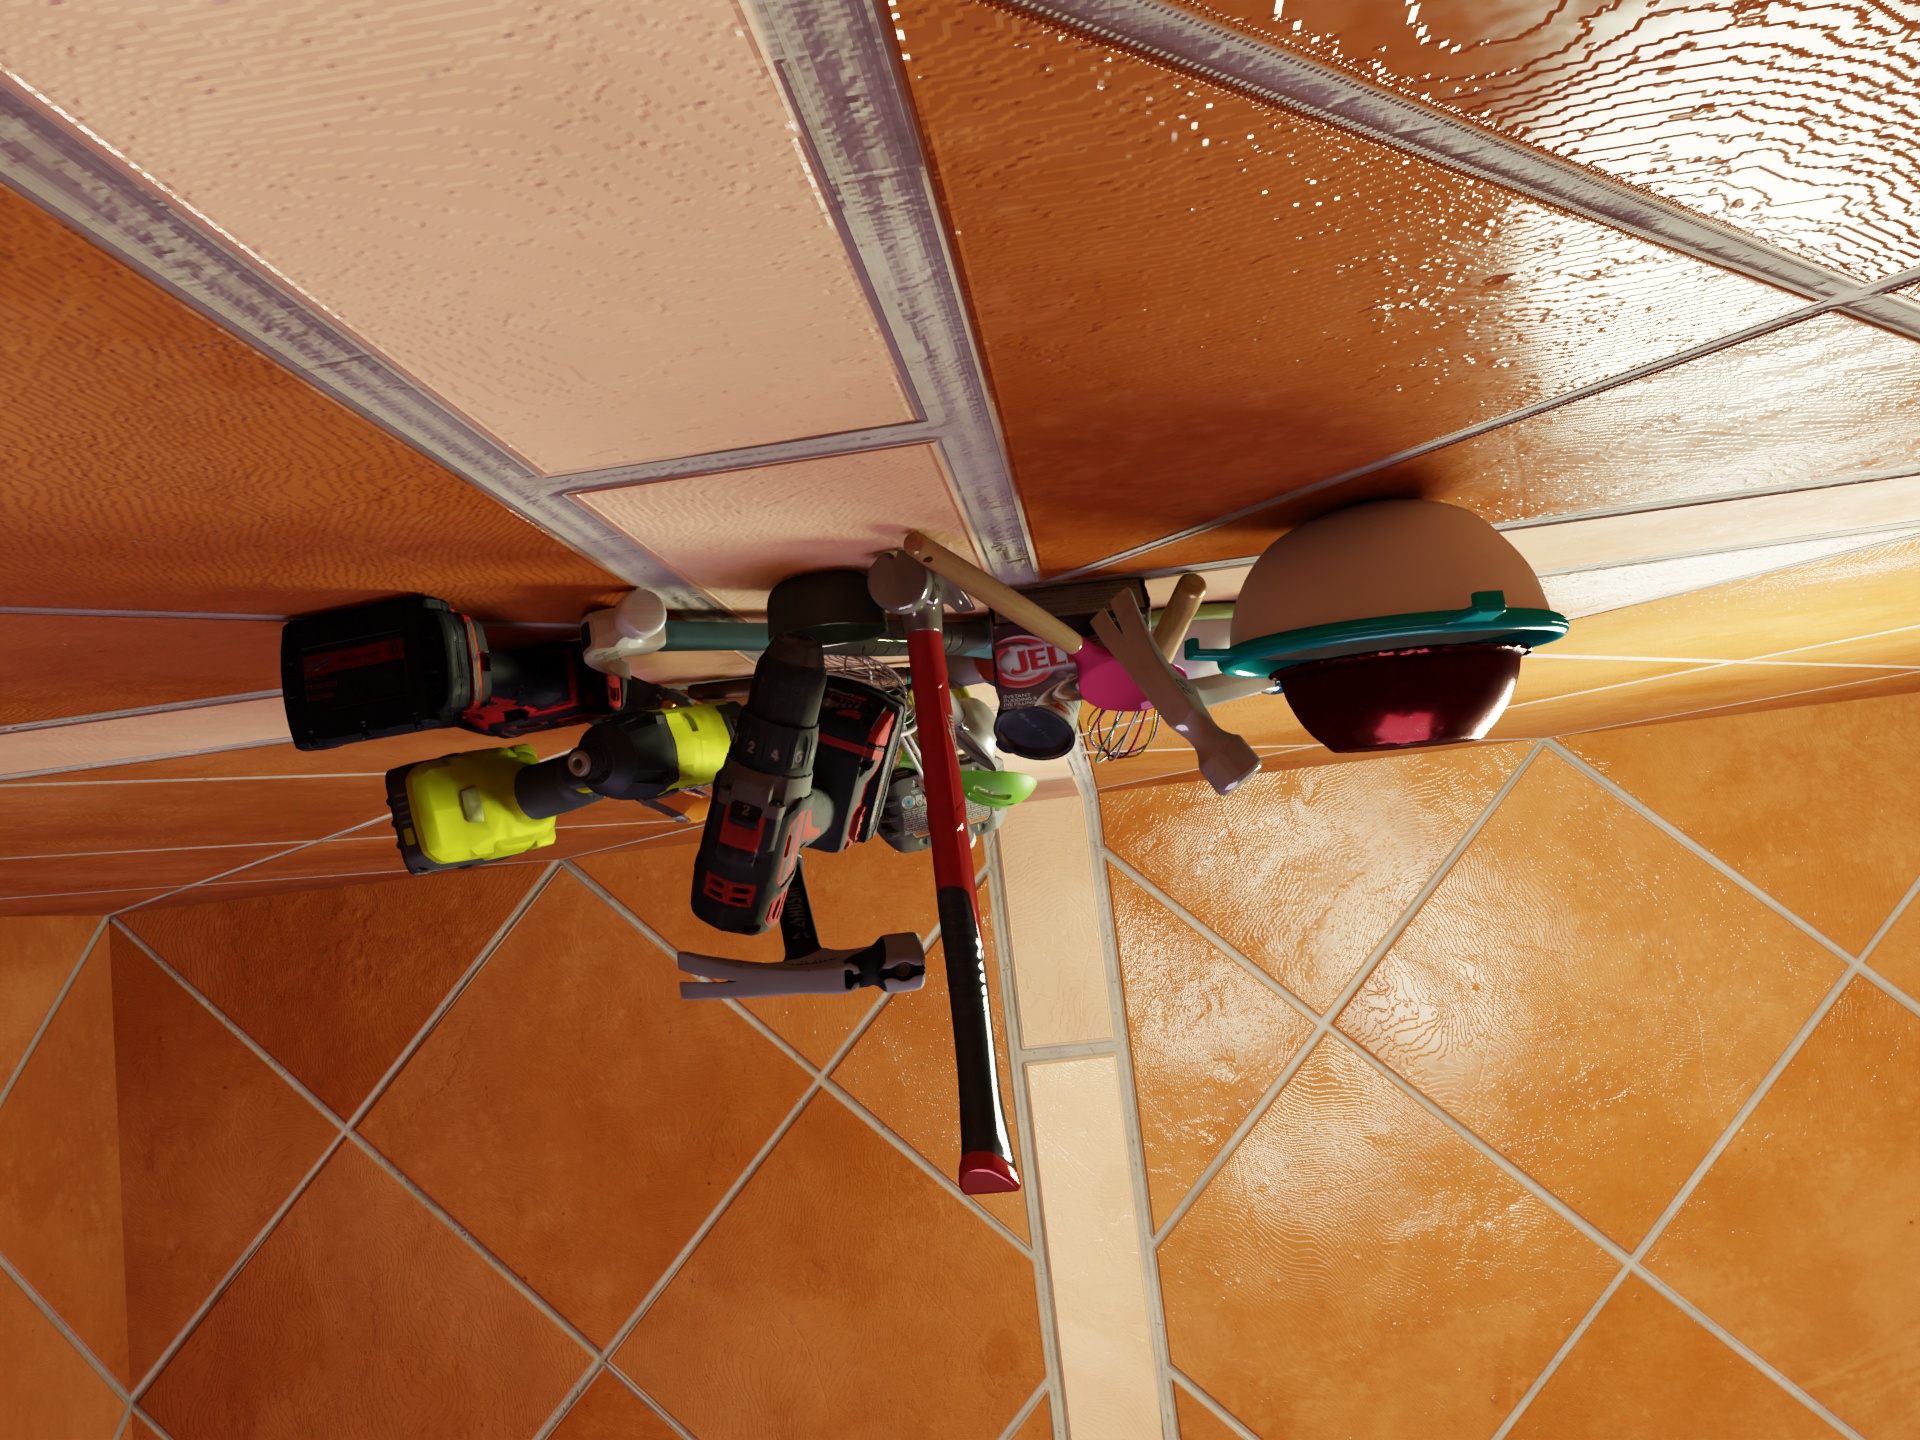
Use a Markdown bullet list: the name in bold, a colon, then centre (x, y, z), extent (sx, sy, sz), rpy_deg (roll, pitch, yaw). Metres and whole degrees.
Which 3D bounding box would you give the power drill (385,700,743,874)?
- **power drill**: centre (-0.268, 0.040, 1.069), extent (0.223, 0.080, 0.171), rpy_deg (-16, 177, 25)

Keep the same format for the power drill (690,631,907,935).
- **power drill**: centre (-0.103, 0.024, 1.047), extent (0.080, 0.188, 0.227), rpy_deg (17, -167, 9)

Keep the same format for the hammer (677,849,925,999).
- **hammer**: centre (-0.130, 0.113, 1.145), extent (0.149, 0.036, 0.409), rpy_deg (-4, -167, -10)

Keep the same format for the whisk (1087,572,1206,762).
- **whisk**: centre (0.140, -0.035, 1.215), extent (0.051, 0.047, 0.244), rpy_deg (-27, 157, -24)

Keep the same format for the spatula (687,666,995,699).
- **spatula**: centre (-0.071, -0.026, 1.354), extent (0.317, 0.044, 0.082), rpy_deg (-4, 171, -9)

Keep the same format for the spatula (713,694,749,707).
- **spatula**: centre (-0.211, -0.005, 1.351), extent (0.059, 0.018, 0.316), rpy_deg (19, 170, -20)

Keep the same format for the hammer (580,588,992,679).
- **hammer**: centre (-0.106, -0.058, 1.109), extent (0.330, 0.033, 0.128), rpy_deg (-2, 170, -36)

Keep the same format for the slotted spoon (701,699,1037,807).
- **slotted spoon**: centre (-0.080, 0.028, 1.428), extent (0.313, 0.031, 0.070), rpy_deg (17, 154, -12)

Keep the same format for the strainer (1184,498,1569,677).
- **strainer**: centre (0.298, -0.085, 1.039), extent (0.211, 0.095, 0.340), rpy_deg (-8, 175, 35)

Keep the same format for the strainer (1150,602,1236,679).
- **strainer**: centre (0.130, -0.042, 1.309), extent (0.256, 0.069, 0.151), rpy_deg (-8, 173, 0)

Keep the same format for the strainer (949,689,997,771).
- **strainer**: centre (-0.002, -0.004, 1.271), extent (0.050, 0.087, 0.258), rpy_deg (-47, 170, -2)

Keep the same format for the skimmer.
- **skimmer**: centre (-0.059, 0.047, 1.333), extent (0.127, 0.090, 0.362), rpy_deg (27, 161, 28)

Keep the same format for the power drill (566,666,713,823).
- **power drill**: centre (-0.245, 0.014, 1.249), extent (0.185, 0.084, 0.226), rpy_deg (27, 167, -15)

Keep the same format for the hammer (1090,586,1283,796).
- **hammer**: centre (0.212, -0.035, 1.153), extent (0.035, 0.144, 0.405), rpy_deg (-43, 167, 23)

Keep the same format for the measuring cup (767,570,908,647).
- **measuring cup**: centre (-0.064, -0.070, 1.047), extent (0.083, 0.038, 0.167), rpy_deg (-10, 174, 27)

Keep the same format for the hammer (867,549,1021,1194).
- **hammer**: centre (0.000, 0.095, 0.993), extent (0.038, 0.386, 0.143), rpy_deg (-9, 172, 13)

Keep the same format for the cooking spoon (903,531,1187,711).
- **cooking spoon**: centre (0.060, -0.059, 1.034), extent (0.069, 0.017, 0.318), rpy_deg (-26, 151, 26)

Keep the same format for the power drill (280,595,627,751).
- **power drill**: centre (-0.328, -0.023, 1.032), extent (0.143, 0.078, 0.219), rpy_deg (-9, 175, 16)

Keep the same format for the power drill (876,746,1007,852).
- **power drill**: centre (-0.042, 0.047, 1.594), extent (0.190, 0.080, 0.229), rpy_deg (-13, -160, -19)
